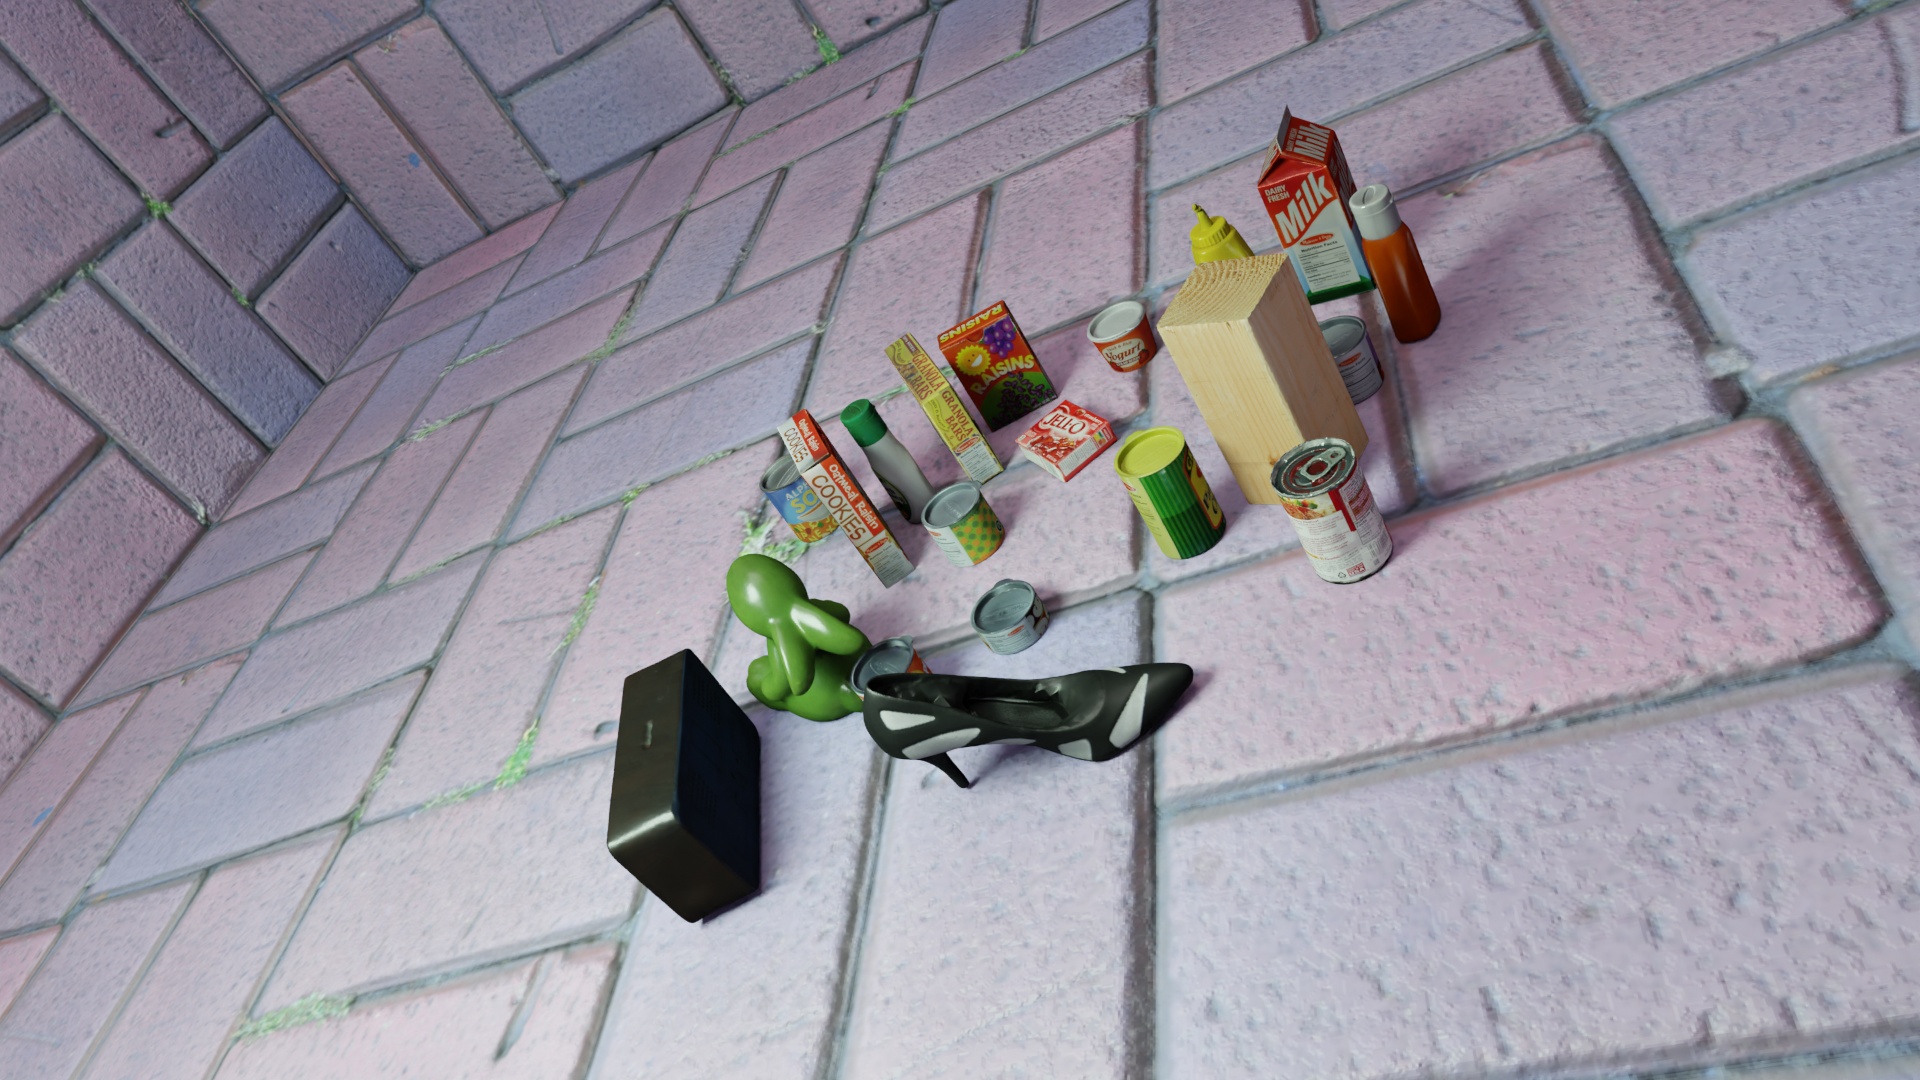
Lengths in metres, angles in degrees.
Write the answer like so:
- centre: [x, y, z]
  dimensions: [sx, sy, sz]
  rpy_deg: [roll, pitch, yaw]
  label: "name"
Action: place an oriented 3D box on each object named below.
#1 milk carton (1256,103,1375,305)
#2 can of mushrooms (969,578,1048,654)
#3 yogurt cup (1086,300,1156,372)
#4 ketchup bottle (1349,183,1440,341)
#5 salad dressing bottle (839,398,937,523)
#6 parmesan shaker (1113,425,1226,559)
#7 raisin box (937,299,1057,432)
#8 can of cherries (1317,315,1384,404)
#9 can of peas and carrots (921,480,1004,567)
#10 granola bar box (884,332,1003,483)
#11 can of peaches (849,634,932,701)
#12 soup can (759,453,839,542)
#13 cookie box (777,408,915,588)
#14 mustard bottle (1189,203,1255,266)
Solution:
- centre: [0.353, -0.337, 1.387]
  dimensions: [0.073, 0.190, 0.073]
  rpy_deg: [-11, 39, 32]
  label: "milk carton"
- centre: [0.045, 0.069, 1.271]
  dimensions: [0.071, 0.033, 0.071]
  rpy_deg: [-23, 34, 17]
  label: "can of mushrooms"
- centre: [0.179, -0.220, 1.512]
  dimensions: [0.072, 0.053, 0.073]
  rpy_deg: [-23, 34, 17]
  label: "yogurt cup"
- centre: [0.401, -0.258, 1.281]
  dimensions: [0.043, 0.148, 0.065]
  rpy_deg: [-9, 40, 34]
  label: "ketchup bottle"
- centre: [-0.075, -0.084, 1.469]
  dimensions: [0.044, 0.147, 0.064]
  rpy_deg: [-40, 33, -9]
  label: "salad dressing bottle"
- centre: [0.186, -0.043, 1.230]
  dimensions: [0.071, 0.102, 0.072]
  rpy_deg: [-23, 34, 17]
  label: "parmesan shaker"
- centre: [0.041, -0.191, 1.530]
  dimensions: [0.086, 0.123, 0.040]
  rpy_deg: [-27, 33, 11]
  label: "raisin box"
- centre: [0.352, -0.167, 1.289]
  dimensions: [0.071, 0.058, 0.072]
  rpy_deg: [-23, 34, 17]
  label: "can of cherries"
- centre: [0.005, -0.017, 1.395]
  dimensions: [0.071, 0.058, 0.071]
  rpy_deg: [-23, 34, 17]
  label: "can of peas and carrots"
- centre: [-0.019, -0.145, 1.521]
  dimensions: [0.039, 0.123, 0.166]
  rpy_deg: [-34, 33, 1]
  label: "granola bar box"
- centre: [-0.056, 0.130, 1.257]
  dimensions: [0.071, 0.058, 0.071]
  rpy_deg: [-23, 34, 17]
  label: "can of peaches"
- centre: [-0.175, -0.049, 1.569]
  dimensions: [0.071, 0.083, 0.072]
  rpy_deg: [-23, 34, 17]
  label: "soup can"
- centre: [-0.119, -0.045, 1.437]
  dimensions: [0.040, 0.167, 0.123]
  rpy_deg: [-34, 32, 0]
  label: "cookie box"
- centre: [0.271, -0.279, 1.411]
  dimensions: [0.065, 0.159, 0.049]
  rpy_deg: [-23, 34, 17]
  label: "mustard bottle"
